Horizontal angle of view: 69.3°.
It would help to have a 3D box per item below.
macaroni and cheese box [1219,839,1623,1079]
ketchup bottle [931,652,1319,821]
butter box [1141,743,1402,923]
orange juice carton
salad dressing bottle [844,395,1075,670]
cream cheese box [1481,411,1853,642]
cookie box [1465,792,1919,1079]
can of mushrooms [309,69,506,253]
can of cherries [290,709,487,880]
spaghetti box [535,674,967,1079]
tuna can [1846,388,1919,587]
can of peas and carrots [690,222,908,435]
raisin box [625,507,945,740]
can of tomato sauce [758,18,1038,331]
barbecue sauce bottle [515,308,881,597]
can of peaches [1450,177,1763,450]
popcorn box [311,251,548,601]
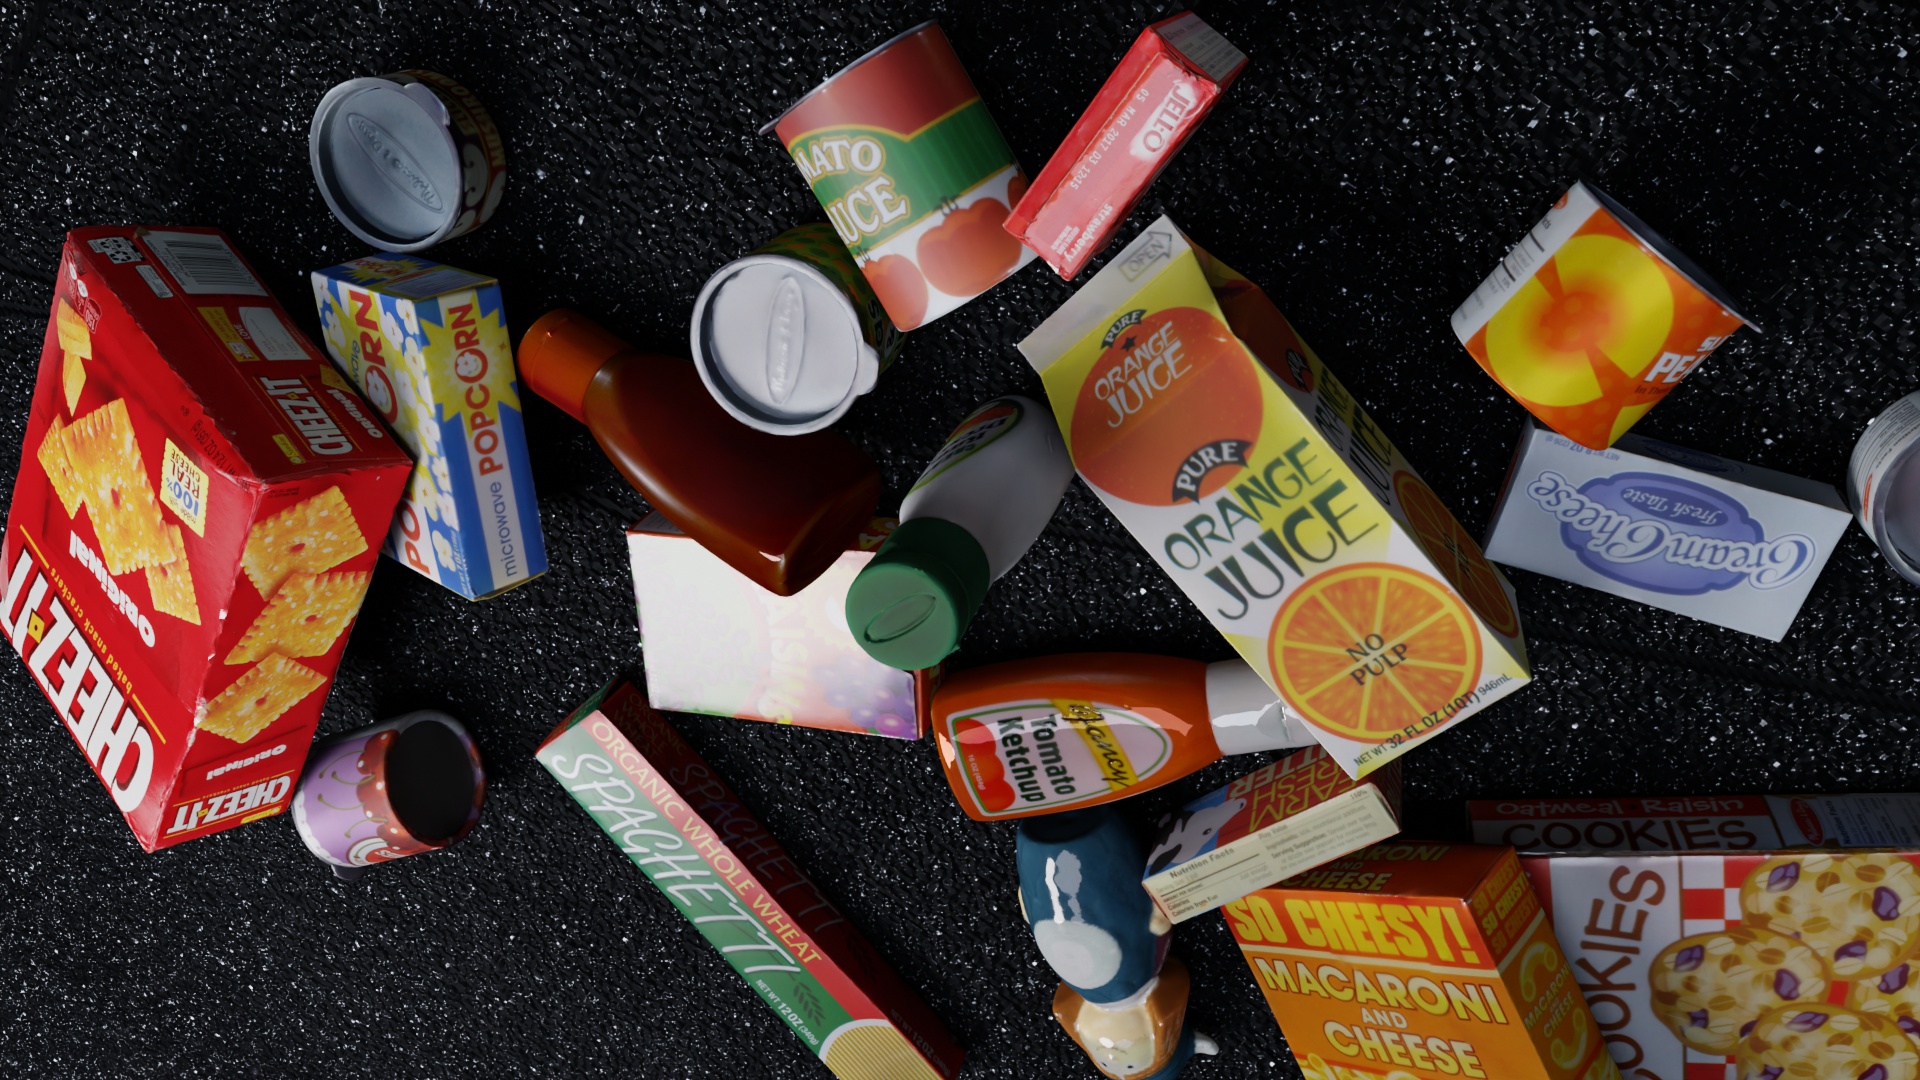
[{"bbox_3d":[0.185,0.196,0.538,0.123,0.040,0.166,-16,103,53],"label":"macaroni and cheese box"},{"bbox_3d":[0.066,0.072,0.553,0.148,0.044,0.064,-12,110,20],"label":"ketchup bottle"},{"bbox_3d":[0.124,0.111,0.548,0.103,0.053,0.024,-31,99,25],"label":"butter box"},{"bbox_3d":[0.107,-0.018,0.483,0.071,0.073,0.192,-39,98,27],"label":"orange juice carton"},{"bbox_3d":[0.002,-0.006,0.477,0.064,0.148,0.044,-32,102,26],"label":"salad dressing bottle"},{"bbox_3d":[0.239,-0.006,0.478,0.104,0.024,0.053,16,118,9],"label":"cream cheese box"},{"bbox_3d":[0.284,0.159,0.530,0.167,0.040,0.122,-5,112,18],"label":"cookie box"},{"bbox_3d":[-0.212,-0.149,0.540,0.071,0.033,0.070,6,115,14],"label":"can of mushrooms"},{"bbox_3d":[-0.268,0.120,0.658,0.058,0.072,0.071,-16,108,21],"label":"can of cherries"},{"bbox_3d":[-0.097,0.171,0.653,0.050,0.029,0.250,-36,100,26],"label":"spaghetti box"},{"bbox_3d":[0.326,-0.017,0.443,0.071,0.033,0.070,6,115,14],"label":"tuna can"},{"bbox_3d":[-0.055,-0.079,0.511,0.071,0.059,0.070,6,115,13],"label":"can of peas and carrots"},{"bbox_3d":[-0.071,0.032,0.577,0.123,0.040,0.085,5,114,13],"label":"raisin box"},{"bbox_3d":[-0.016,-0.122,0.475,0.071,0.071,0.083,-26,105,25],"label":"can of tomato sauce"},{"bbox_3d":[-0.106,-0.041,0.536,0.149,0.065,0.043,32,149,17],"label":"barbecue sauce bottle"},{"bbox_3d":[0.201,-0.069,0.436,0.071,0.071,0.057,38,119,-3],"label":"can of peaches"},{"bbox_3d":[-0.215,-0.047,0.566,0.085,0.038,0.126,19,121,39],"label":"popcorn box"}]
